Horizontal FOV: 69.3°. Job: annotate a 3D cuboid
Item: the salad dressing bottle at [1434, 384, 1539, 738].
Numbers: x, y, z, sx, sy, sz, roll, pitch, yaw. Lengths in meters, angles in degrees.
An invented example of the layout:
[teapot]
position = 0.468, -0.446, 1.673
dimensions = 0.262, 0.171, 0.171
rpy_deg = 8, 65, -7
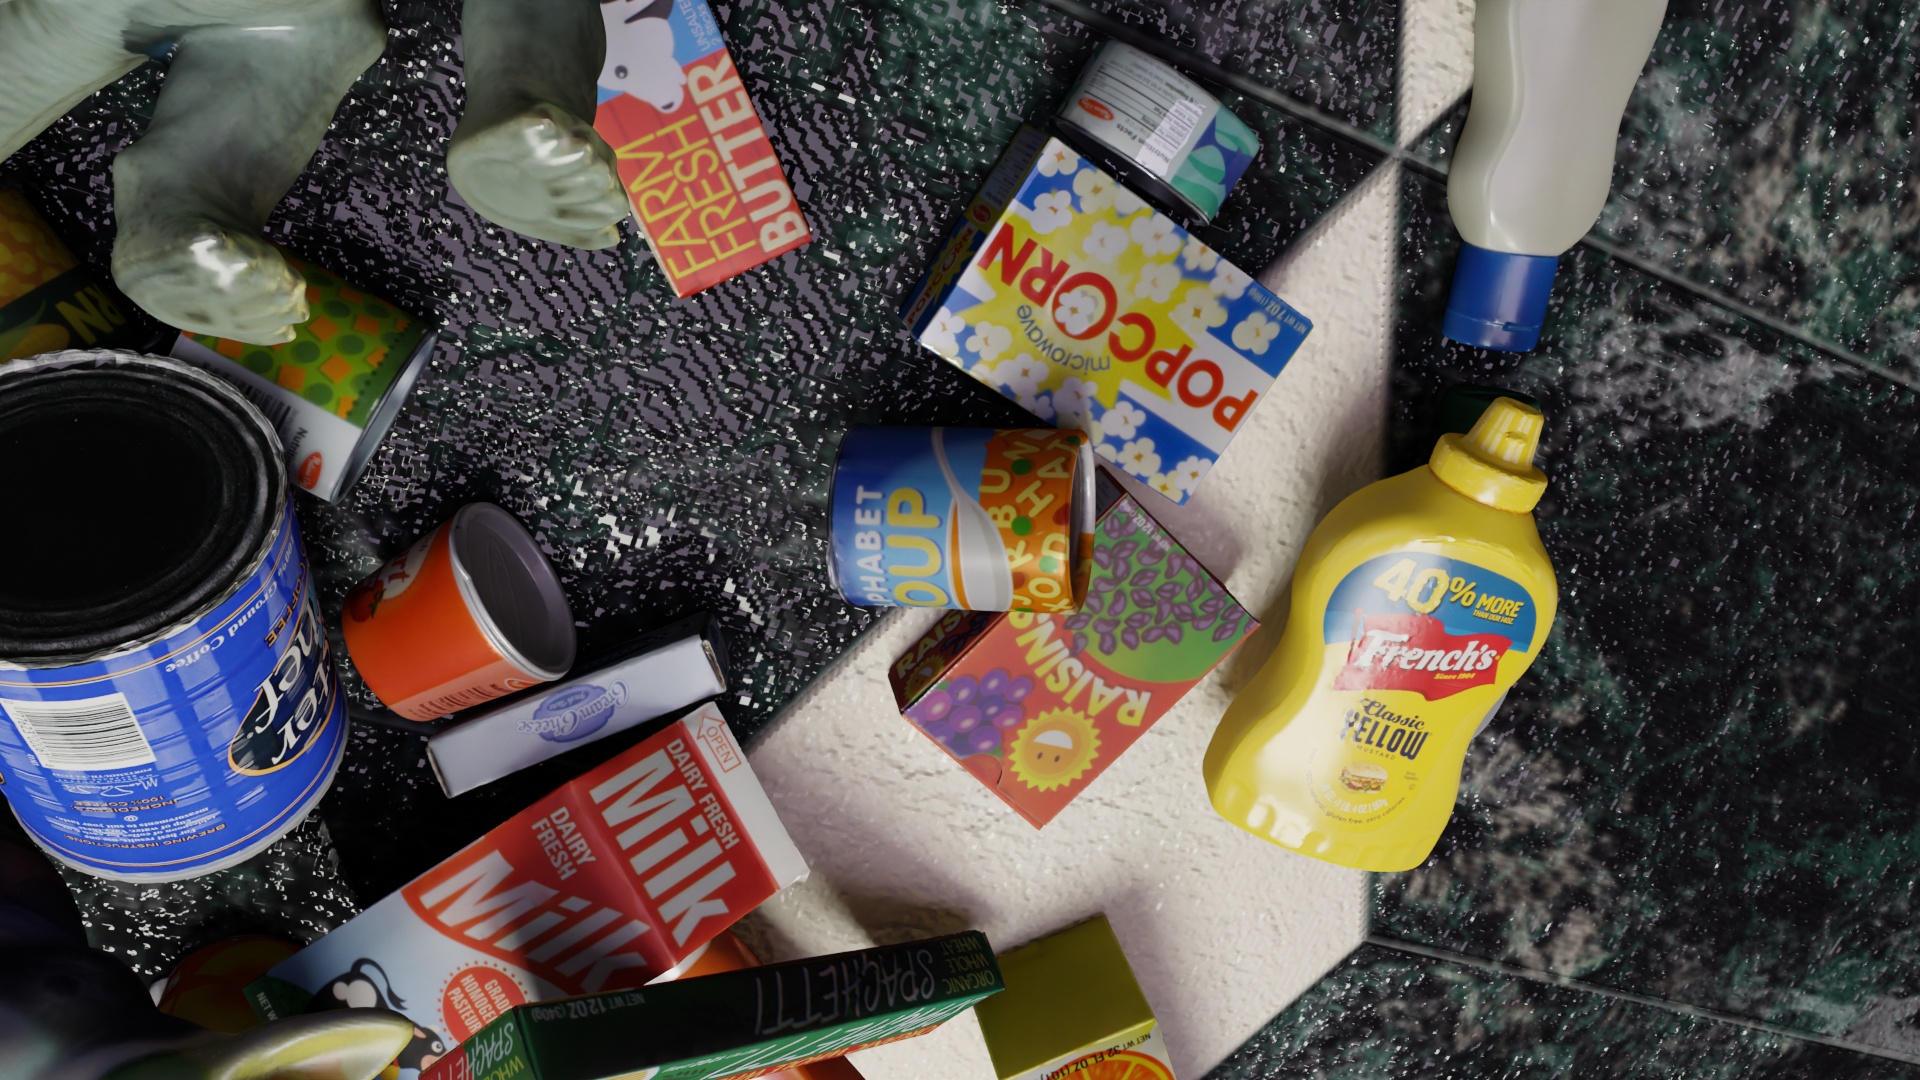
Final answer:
[salad dressing bottle]
position = 0.207, 0.010, 0.578
dimensions = 0.064, 0.044, 0.147
rpy_deg = 3, 110, -6

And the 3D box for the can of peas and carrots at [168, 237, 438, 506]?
[can of peas and carrots]
position = -0.209, -0.055, 0.442
dimensions = 0.058, 0.071, 0.071
rpy_deg = 30, 102, -18

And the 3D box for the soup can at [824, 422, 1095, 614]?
[soup can]
position = 0.002, -0.006, 0.491
dimensions = 0.084, 0.072, 0.071
rpy_deg = 2, 113, 14

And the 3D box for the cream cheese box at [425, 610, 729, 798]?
[cream cheese box]
position = -0.137, 0.058, 0.509
dimensions = 0.104, 0.053, 0.024
rpy_deg = -21, 99, -4

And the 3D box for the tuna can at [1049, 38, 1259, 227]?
[tuna can]
position = 0.067, -0.138, 0.475
dimensions = 0.071, 0.071, 0.032
rpy_deg = 30, 102, -22

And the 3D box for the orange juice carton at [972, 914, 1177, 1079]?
[orange juice carton]
position = 0.068, 0.274, 0.634
dimensions = 0.072, 0.073, 0.192
rpy_deg = -21, 115, -4

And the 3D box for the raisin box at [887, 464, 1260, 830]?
[raisin box]
position = 0.044, 0.044, 0.555
dimensions = 0.123, 0.040, 0.086
rpy_deg = -44, 115, 7

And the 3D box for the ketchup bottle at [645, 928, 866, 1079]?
[ketchup bottle]
position = -0.093, 0.196, 0.573
dimensions = 0.043, 0.065, 0.148
rpy_deg = -37, 106, -6

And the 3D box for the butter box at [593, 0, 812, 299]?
[butter box]
position = -0.093, -0.137, 0.459
dimensions = 0.053, 0.024, 0.103
rpy_deg = -25, 114, -2

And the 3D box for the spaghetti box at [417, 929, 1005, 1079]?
[spaghetti box]
position = -0.071, 0.175, 0.506
dimensions = 0.050, 0.029, 0.250
rpy_deg = -38, 153, 24

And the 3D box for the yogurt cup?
[yogurt cup]
position = -0.175, 0.028, 0.485
dimensions = 0.054, 0.073, 0.072
rpy_deg = -26, 115, 7

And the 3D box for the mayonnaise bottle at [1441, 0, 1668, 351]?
[mayonnaise bottle]
position = 0.214, -0.146, 0.518
dimensions = 0.065, 0.041, 0.147
rpy_deg = 2, 112, -12

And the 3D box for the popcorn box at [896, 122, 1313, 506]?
[popcorn box]
position = 0.054, -0.080, 0.508
dimensions = 0.126, 0.038, 0.085
rpy_deg = 30, 103, -22

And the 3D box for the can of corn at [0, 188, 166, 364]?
[can of corn]
position = -0.292, -0.066, 0.419
dimensions = 0.071, 0.071, 0.058
rpy_deg = -31, 115, 0

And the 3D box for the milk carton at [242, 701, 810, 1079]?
[milk carton]
position = -0.148, 0.134, 0.499
dimensions = 0.190, 0.073, 0.072
rpy_deg = -31, 88, 11

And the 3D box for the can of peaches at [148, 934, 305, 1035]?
[can of peaches]
position = -0.279, 0.195, 0.529
dimensions = 0.071, 0.058, 0.071
rpy_deg = -5, 113, -12
